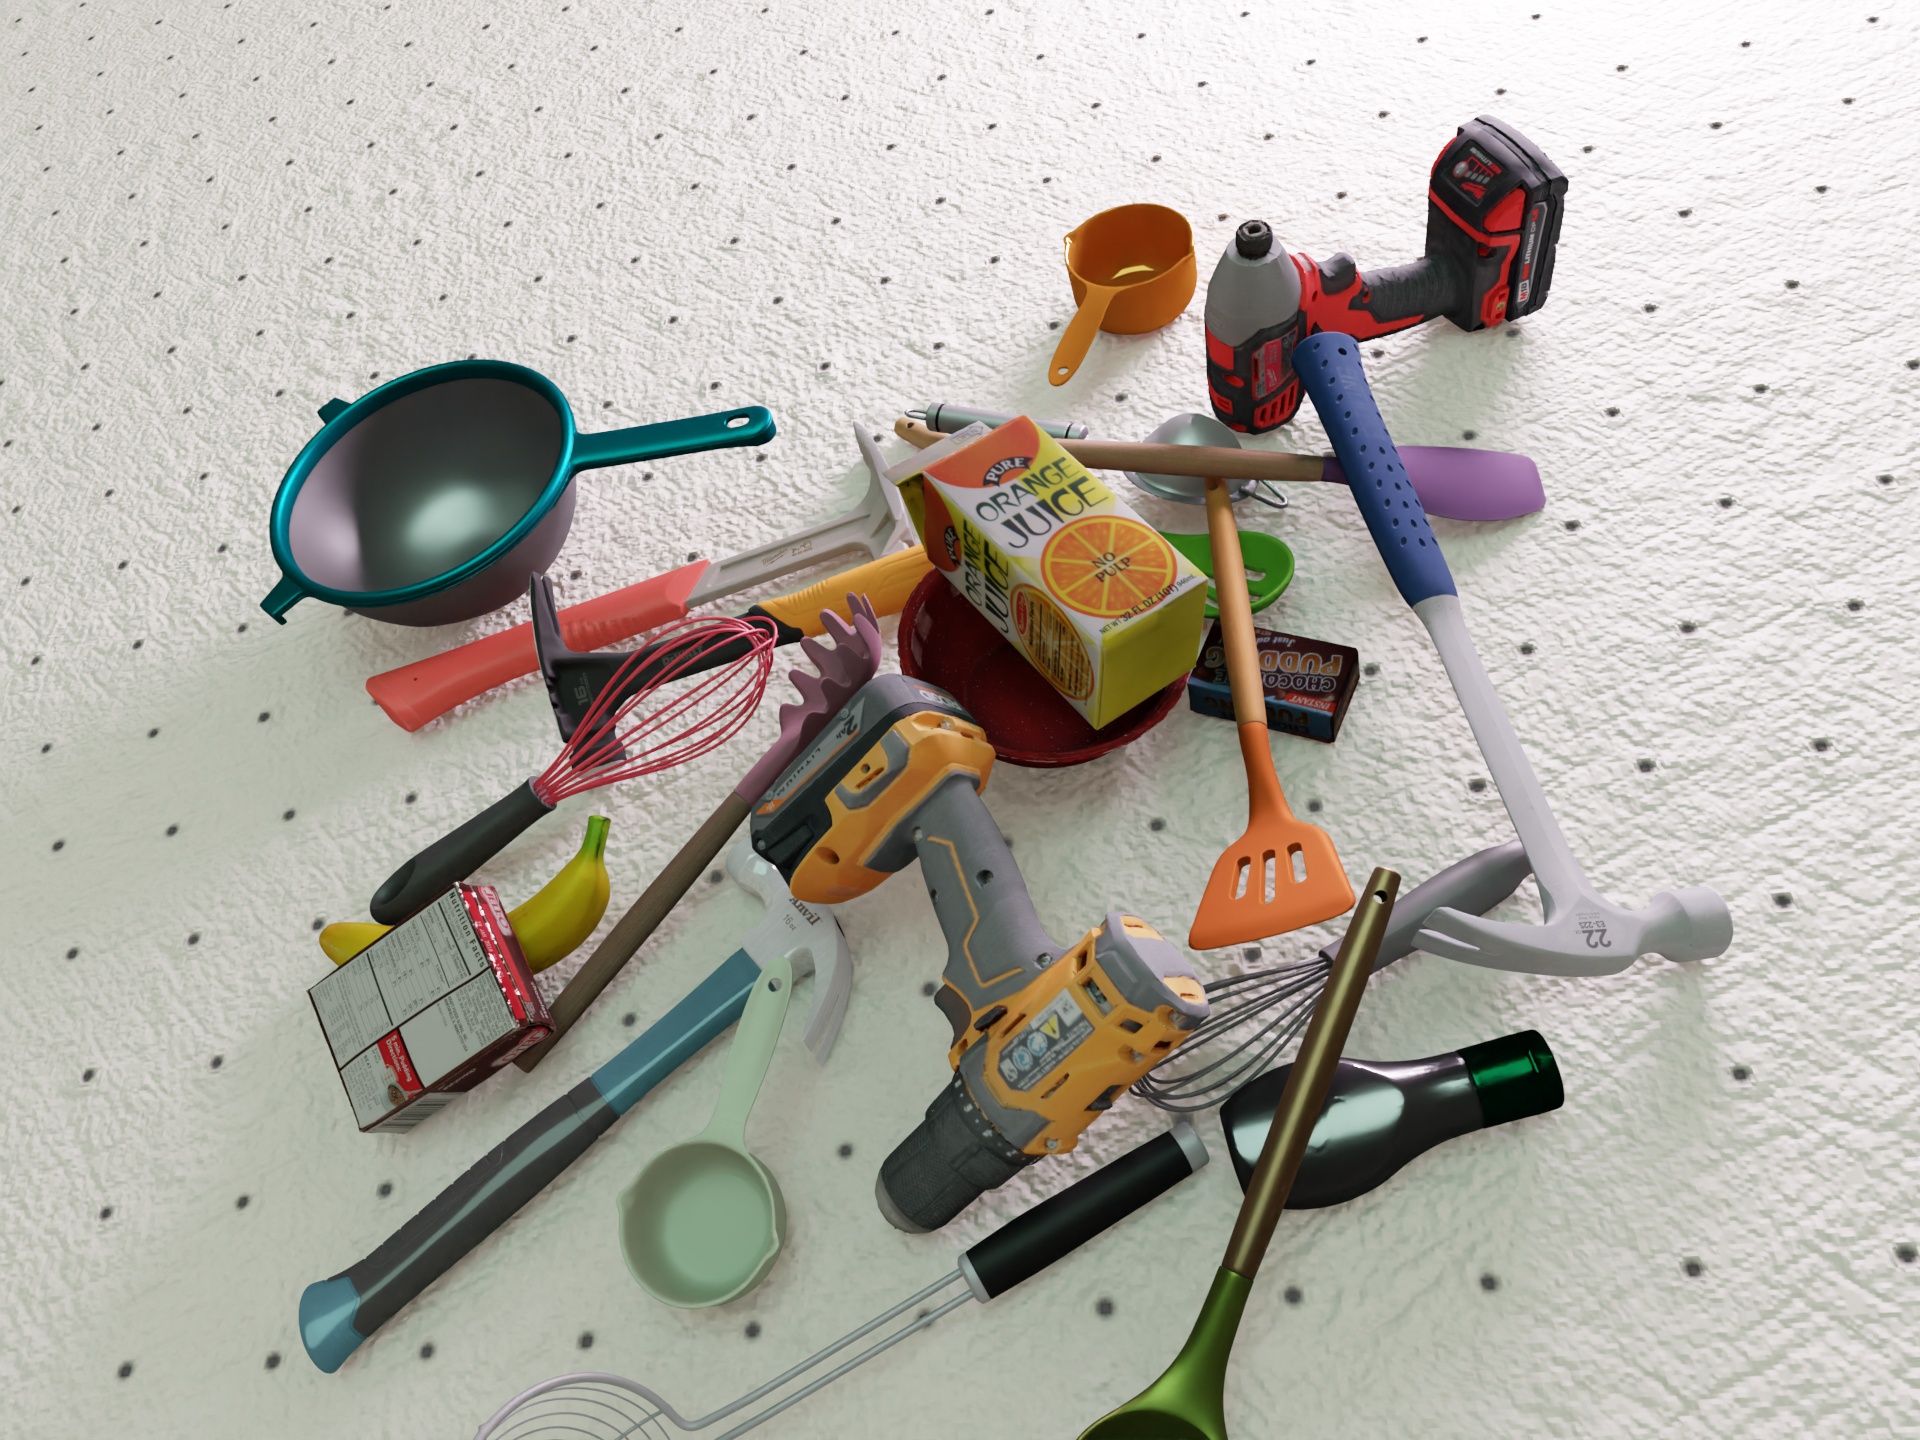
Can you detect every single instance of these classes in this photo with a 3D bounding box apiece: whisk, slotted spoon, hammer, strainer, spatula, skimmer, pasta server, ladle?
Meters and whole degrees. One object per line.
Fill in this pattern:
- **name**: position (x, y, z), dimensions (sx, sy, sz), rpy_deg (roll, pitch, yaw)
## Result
- **whisk**: position (0.180, 0.117, 0.763), dimensions (0.239, 0.055, 0.055), rpy_deg (-28, 52, -10)
- **slotted spoon**: position (0.072, -0.133, 0.988), dimensions (0.314, 0.031, 0.070), rpy_deg (31, 67, 34)
- **hammer**: position (-0.205, -0.080, 1.020), dimensions (0.359, 0.036, 0.149), rpy_deg (-20, 52, 1)
- **strainer**: position (-0.277, -0.144, 1.051), dimensions (0.340, 0.095, 0.211), rpy_deg (-8, 54, 8)
- **spatula**: position (0.148, -0.020, 0.834), dimensions (0.081, 0.041, 0.323), rpy_deg (-18, 50, 21)
- **hammer**: position (-0.088, -0.073, 0.947), dimensions (0.337, 0.034, 0.127), rpy_deg (-17, 86, 3)
- **strainer**: position (0.080, -0.176, 0.996), dimensions (0.258, 0.050, 0.087), rpy_deg (13, 37, 21)
- **skimmer**: position (-0.044, 0.277, 0.680), dimensions (0.363, 0.090, 0.127), rpy_deg (-29, 85, -9)
- **hammer**: position (-0.194, 0.201, 0.814), dimensions (0.331, 0.033, 0.128), rpy_deg (-39, 53, -14)
- **whisk**: position (-0.223, 0.031, 0.904), dimensions (0.296, 0.073, 0.073), rpy_deg (-35, 52, 9)
- **spatula**: position (0.183, -0.145, 0.920), dimensions (0.316, 0.018, 0.060), rpy_deg (4, 54, -3)
- **hammer**: position (0.246, -0.052, 0.828), dimensions (0.144, 0.035, 0.406), rpy_deg (-5, 56, -12)
- **pasta server**: position (-0.143, 0.060, 0.877), dimensions (0.316, 0.040, 0.060), rpy_deg (-51, 24, -11)
- **ladle**: position (0.127, 0.206, 0.664), dimensions (0.078, 0.062, 0.320), rpy_deg (22, 76, 9)

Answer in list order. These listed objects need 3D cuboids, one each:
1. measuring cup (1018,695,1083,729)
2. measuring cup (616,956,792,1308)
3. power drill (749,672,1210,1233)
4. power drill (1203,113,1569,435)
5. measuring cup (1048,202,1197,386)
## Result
- **measuring cup**: position (-0.001, -0.003, 0.910), dimensions (0.156, 0.029, 0.062), rpy_deg (-10, 53, 8)
- **measuring cup**: position (-0.107, 0.198, 0.769), dimensions (0.083, 0.038, 0.168), rpy_deg (12, 70, 14)
- **power drill**: position (-0.013, 0.113, 0.764), dimensions (0.185, 0.084, 0.226), rpy_deg (-47, 60, 16)
- **power drill**: position (0.249, -0.273, 0.968), dimensions (0.219, 0.143, 0.079), rpy_deg (-25, 54, -6)
- **measuring cup**: position (0.100, -0.270, 1.065), dimensions (0.095, 0.052, 0.174), rpy_deg (15, 62, 24)
